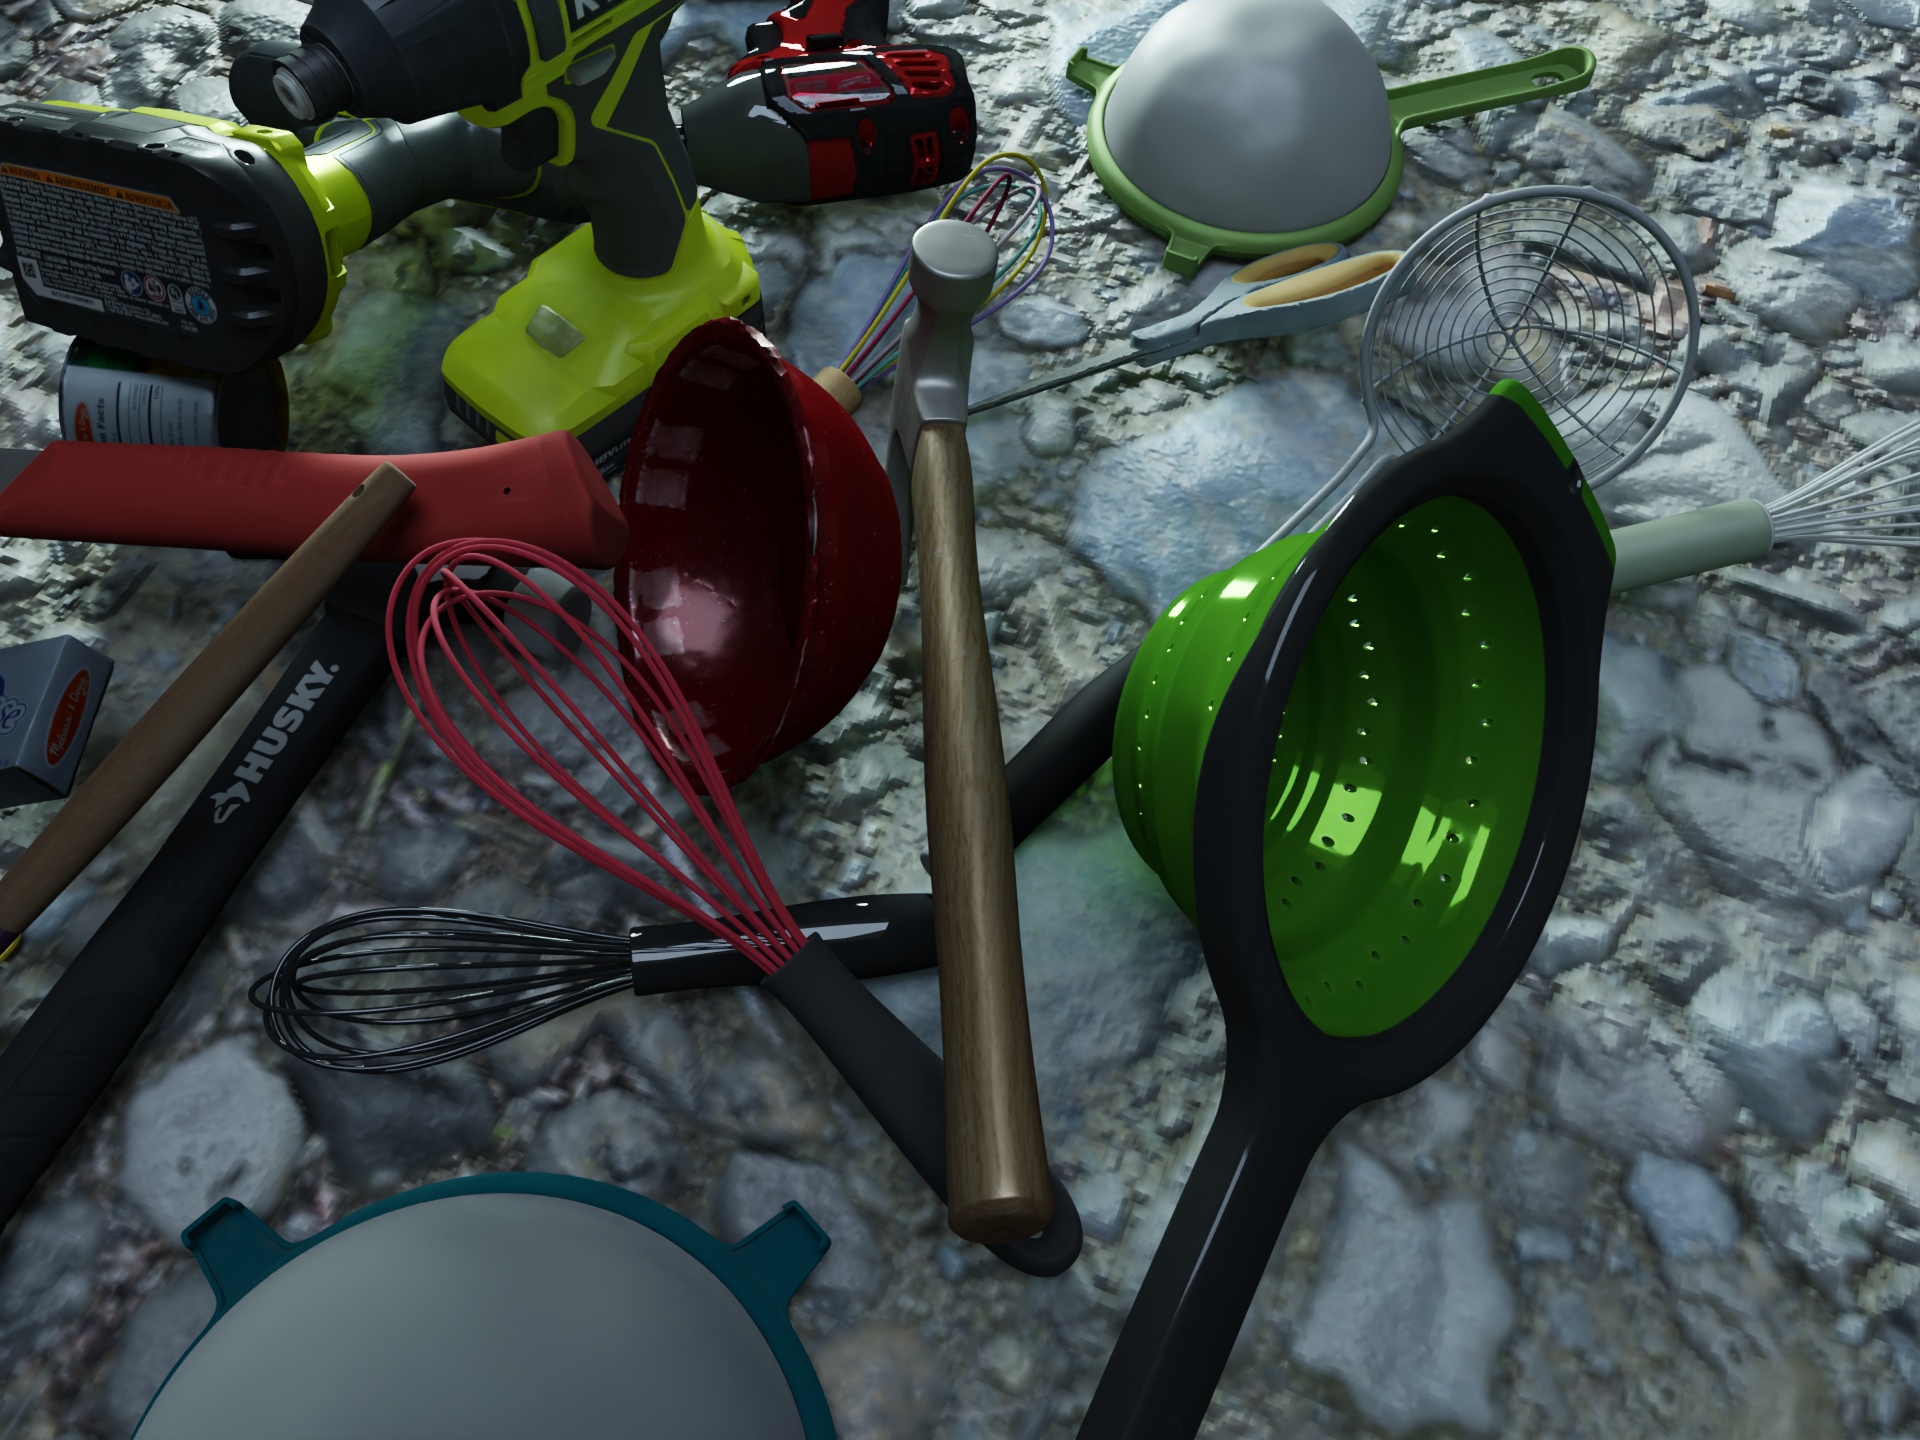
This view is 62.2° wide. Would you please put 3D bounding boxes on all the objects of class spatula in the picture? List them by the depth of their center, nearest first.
[{"bbox_3d":[-0.277,0.042,0.490,0.316,0.018,0.060,-51,46,-7],"label":"spatula"}]

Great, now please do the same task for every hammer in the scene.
[{"bbox_3d":[-0.001,-0.002,0.513,0.031,0.130,0.332,1,56,-9],"label":"hammer"},{"bbox_3d":[-0.267,0.059,0.531,0.146,0.035,0.335,20,61,9],"label":"hammer"},{"bbox_3d":[-0.292,-0.069,0.550,0.359,0.036,0.149,5,83,9],"label":"hammer"}]

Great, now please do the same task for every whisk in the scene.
[{"bbox_3d":[-0.065,0.058,0.487,0.073,0.073,0.296,-43,91,-23],"label":"whisk"},{"bbox_3d":[-0.105,0.079,0.519,0.239,0.055,0.055,-5,60,-10],"label":"whisk"},{"bbox_3d":[0.322,-0.079,0.633,0.246,0.057,0.059,-14,27,-7],"label":"whisk"},{"bbox_3d":[-0.038,-0.156,0.662,0.051,0.047,0.245,33,67,15],"label":"whisk"}]

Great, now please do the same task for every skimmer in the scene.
[{"bbox_3d":[0.132,-0.062,0.584,0.363,0.090,0.127,-42,108,-20],"label":"skimmer"}]

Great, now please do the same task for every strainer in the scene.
[{"bbox_3d":[-0.135,0.268,0.378,0.211,0.095,0.341,1,58,-2],"label":"strainer"},{"bbox_3d":[0.186,-0.300,0.738,0.256,0.069,0.152,-15,61,-9],"label":"strainer"}]

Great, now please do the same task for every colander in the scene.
[{"bbox_3d":[0.080,0.081,0.496,0.095,0.204,0.397,14,72,45],"label":"colander"}]

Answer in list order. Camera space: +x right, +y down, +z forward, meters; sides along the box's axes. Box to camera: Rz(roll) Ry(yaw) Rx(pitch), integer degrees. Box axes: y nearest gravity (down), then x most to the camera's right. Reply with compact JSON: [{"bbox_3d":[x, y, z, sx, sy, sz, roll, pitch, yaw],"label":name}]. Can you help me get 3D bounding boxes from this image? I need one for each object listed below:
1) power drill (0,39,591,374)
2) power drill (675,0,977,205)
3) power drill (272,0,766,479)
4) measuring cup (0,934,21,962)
[{"bbox_3d":[-0.268,-0.225,0.641,0.190,0.080,0.229,16,36,15],"label":"power drill"},{"bbox_3d":[-0.083,-0.333,0.747,0.143,0.078,0.220,-10,63,-8],"label":"power drill"},{"bbox_3d":[-0.145,-0.197,0.575,0.080,0.223,0.171,38,65,18],"label":"power drill"},{"bbox_3d":[-0.381,0.102,0.503,0.156,0.029,0.062,-31,65,-18],"label":"measuring cup"}]
